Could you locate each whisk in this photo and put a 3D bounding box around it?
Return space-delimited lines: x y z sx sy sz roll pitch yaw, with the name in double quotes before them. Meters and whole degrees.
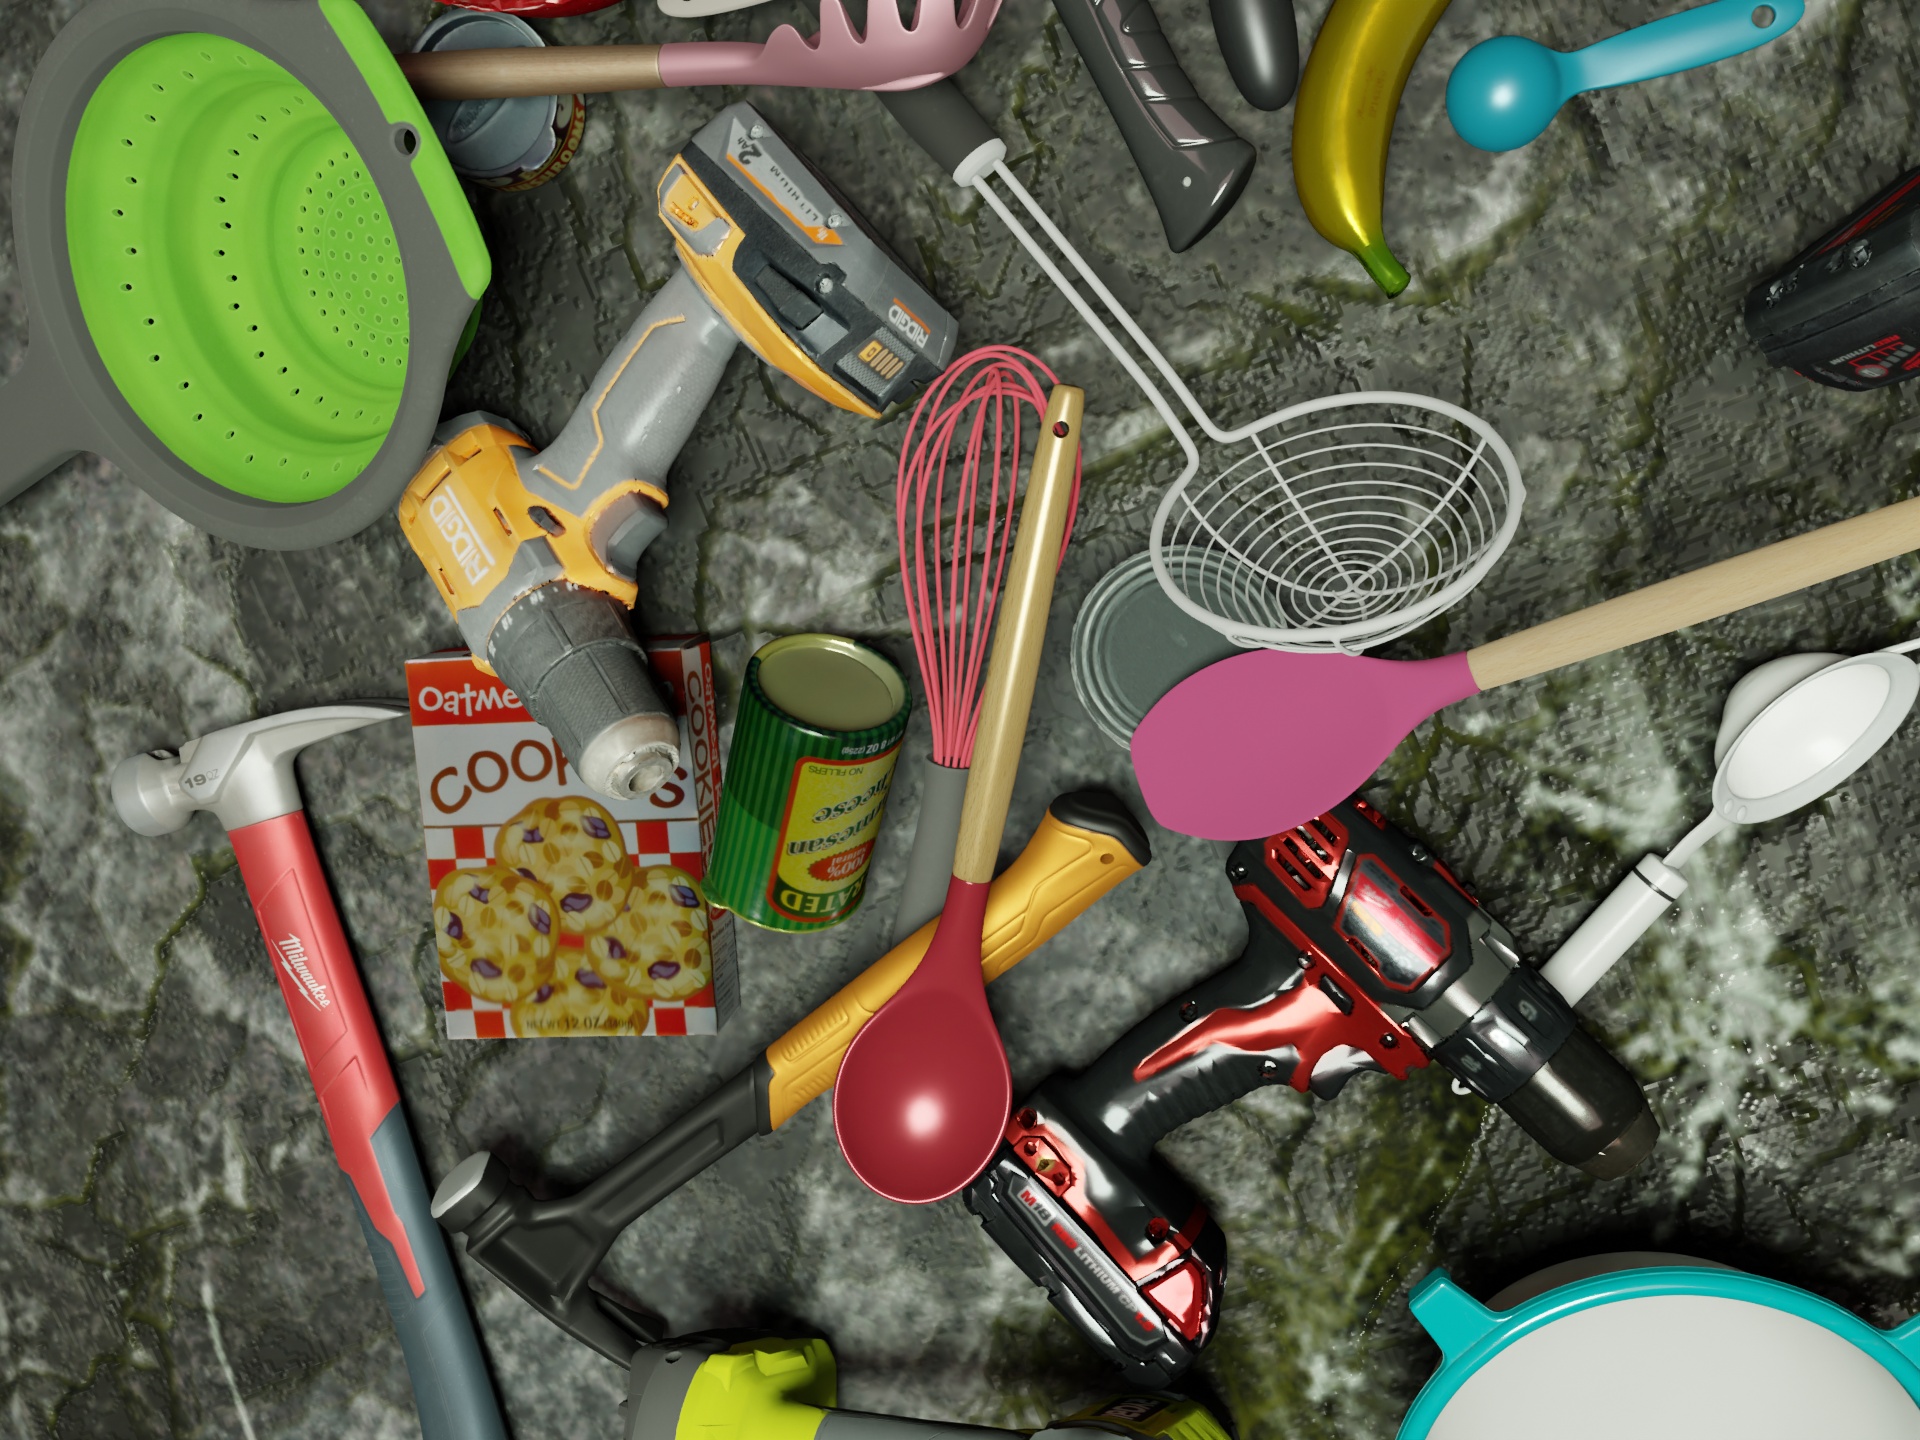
"whisk" 0.081 -0.367 0.582 0.070 0.070 0.284 -15 101 10
"whisk" -0.001 -0.002 0.646 0.073 0.073 0.295 10 106 7

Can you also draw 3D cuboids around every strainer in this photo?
"strainer" 0.276 0.053 0.618 0.086 0.050 0.258 22 112 -40
"strainer" 0.270 0.351 0.638 0.211 0.095 0.340 0 103 7

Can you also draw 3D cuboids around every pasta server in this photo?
"pasta server" -0.136 -0.253 0.596 0.316 0.060 0.040 4 112 15

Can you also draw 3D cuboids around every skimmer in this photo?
"skimmer" 0.048 -0.173 0.574 0.127 0.090 0.363 -37 83 -11

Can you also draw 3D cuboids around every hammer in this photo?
"hammer" -0.253 0.183 0.718 0.143 0.038 0.386 -15 96 9
"hammer" 0.014 -0.331 0.592 0.146 0.035 0.334 -24 100 30
"hammer" -0.057 0.146 0.658 0.337 0.034 0.127 -38 109 12

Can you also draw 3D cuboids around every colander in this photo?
"colander" -0.325 -0.152 0.662 0.397 0.094 0.204 -20 101 29

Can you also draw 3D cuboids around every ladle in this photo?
"ladle" 0.008 0.034 0.588 0.069 0.031 0.315 11 105 -1

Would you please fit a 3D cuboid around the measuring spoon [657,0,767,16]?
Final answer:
"measuring spoon" -0.063 -0.289 0.600 0.124 0.018 0.034 -6 81 19

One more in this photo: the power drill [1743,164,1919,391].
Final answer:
"power drill" 0.380 -0.087 0.545 0.143 0.078 0.219 -36 94 -14

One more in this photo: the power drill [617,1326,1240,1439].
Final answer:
"power drill" -0.003 0.295 0.638 0.228 0.190 0.080 -3 74 20

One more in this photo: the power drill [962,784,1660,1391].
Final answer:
"power drill" 0.133 0.157 0.625 0.188 0.080 0.226 45 99 12

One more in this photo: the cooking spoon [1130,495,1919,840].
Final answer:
"cooking spoon" 0.206 -0.026 0.558 0.319 0.017 0.069 -21 84 26

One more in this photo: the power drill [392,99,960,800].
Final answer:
"power drill" -0.107 -0.097 0.604 0.226 0.084 0.186 -43 60 12

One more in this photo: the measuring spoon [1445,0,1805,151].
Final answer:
"measuring spoon" 0.246 -0.246 0.587 0.128 0.021 0.042 -13 96 12
